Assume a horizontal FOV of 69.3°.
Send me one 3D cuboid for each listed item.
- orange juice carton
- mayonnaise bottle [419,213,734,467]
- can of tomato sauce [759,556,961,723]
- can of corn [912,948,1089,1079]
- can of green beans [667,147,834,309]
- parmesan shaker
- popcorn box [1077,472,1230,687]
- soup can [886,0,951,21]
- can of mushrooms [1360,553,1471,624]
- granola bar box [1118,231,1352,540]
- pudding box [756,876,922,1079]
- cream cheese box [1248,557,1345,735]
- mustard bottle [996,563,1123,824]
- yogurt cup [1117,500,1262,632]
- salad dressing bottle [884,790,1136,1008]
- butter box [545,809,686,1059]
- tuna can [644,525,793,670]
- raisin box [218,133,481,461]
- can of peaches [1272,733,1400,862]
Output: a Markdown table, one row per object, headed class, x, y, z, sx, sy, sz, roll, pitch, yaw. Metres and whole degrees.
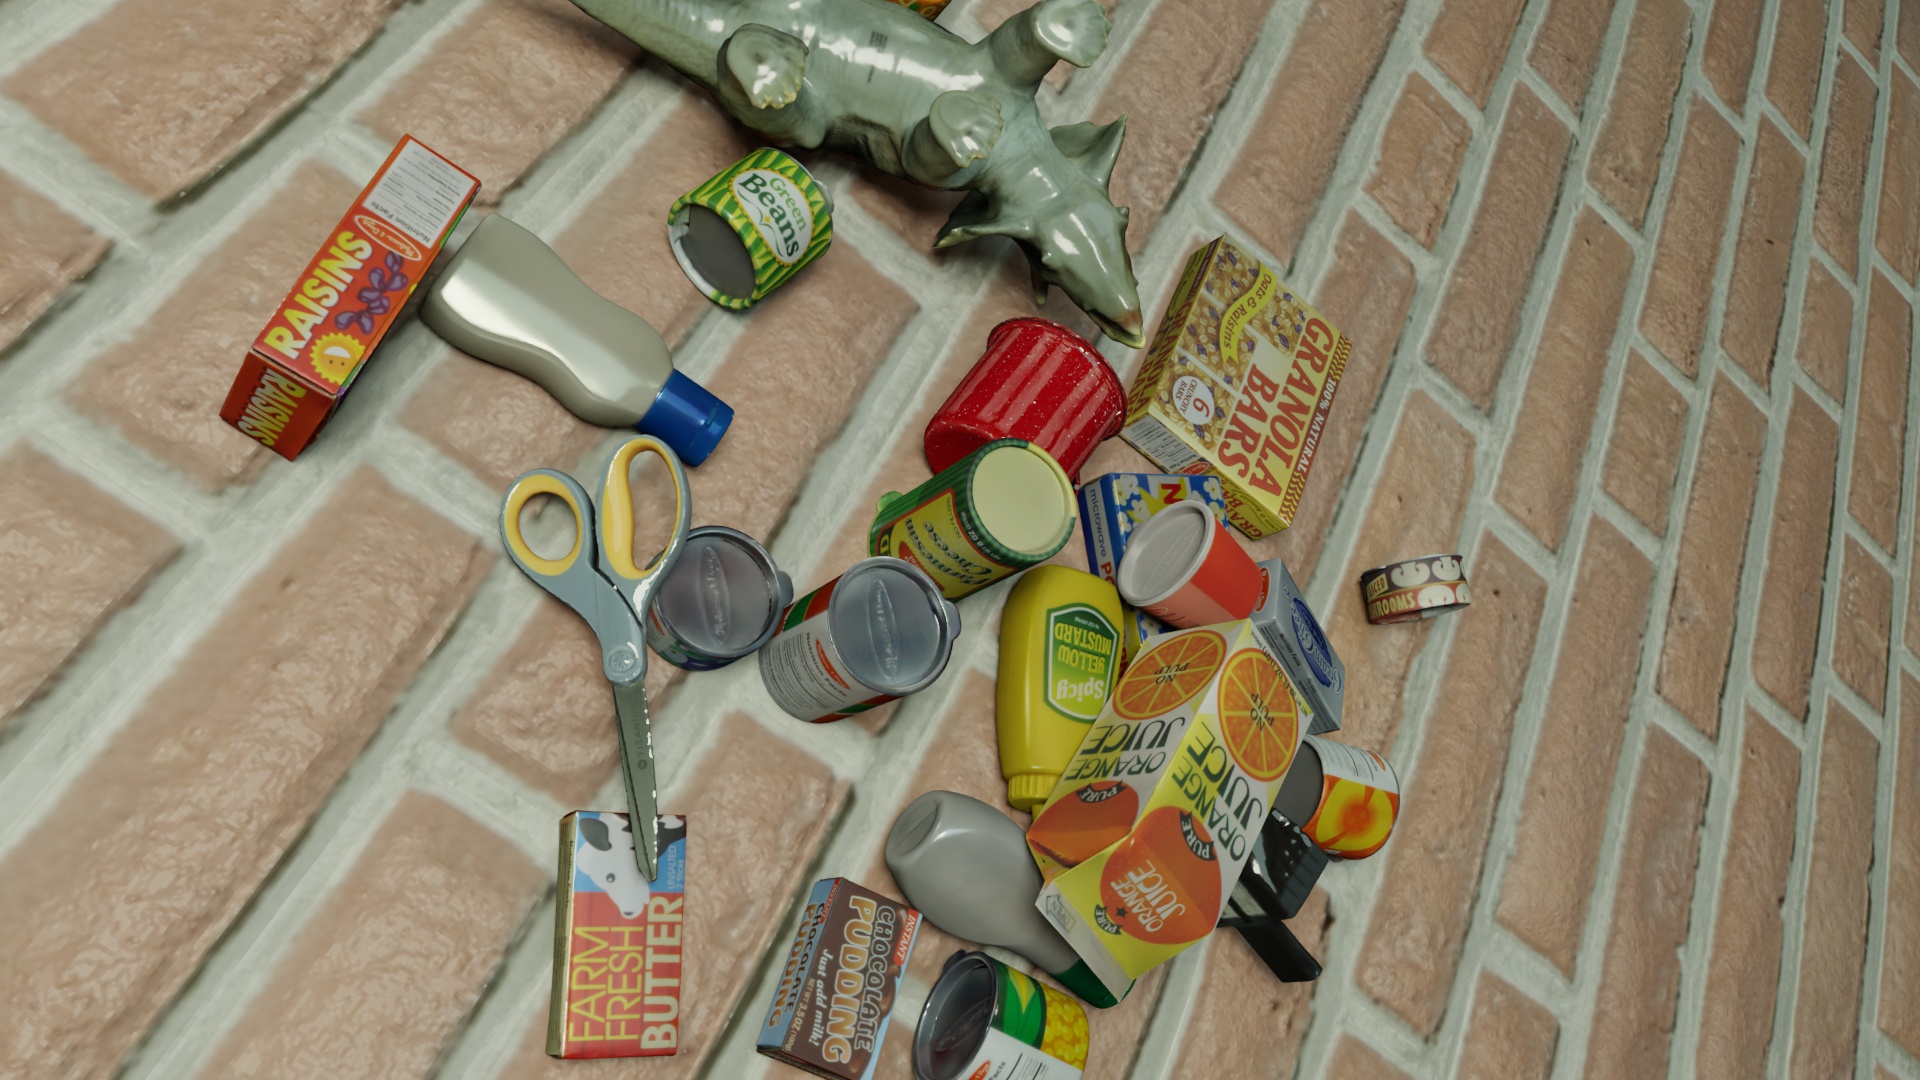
| class | x | y | z | sx | sy | sz | roll | pitch | yaw |
| --- | --- | --- | --- | --- | --- | --- | --- | --- | --- |
| orange juice carton | 0.101 | 0.131 | 0.697 | 0.071 | 0.073 | 0.194 | 54 | 49 | -18 |
| mayonnaise bottle | -0.181 | -0.091 | 0.674 | 0.148 | 0.041 | 0.065 | 35 | 60 | -18 |
| can of tomato sauce | -0.051 | 0.050 | 0.679 | 0.071 | 0.083 | 0.071 | 11 | 68 | -29 |
| can of corn | 0.020 | 0.239 | 0.669 | 0.058 | 0.071 | 0.071 | 32 | 59 | -20 |
| can of green beans | -0.110 | -0.163 | 0.727 | 0.071 | 0.071 | 0.058 | 50 | 55 | -8 |
| parmesan shaker | 0.003 | -0.009 | 0.721 | 0.071 | 0.102 | 0.071 | 11 | 68 | -29 |
| popcorn box | 0.122 | 0.024 | 0.824 | 0.085 | 0.038 | 0.127 | 1 | 73 | -33 |
| soup can | -0.046 | -0.316 | 0.811 | 0.071 | 0.083 | 0.071 | 11 | 69 | -29 |
| can of mushrooms | 0.298 | 0.033 | 0.914 | 0.071 | 0.071 | 0.033 | -1 | 75 | -32 |
| granola bar box | 0.181 | -0.101 | 0.904 | 0.124 | 0.039 | 0.166 | 36 | 58 | -16 |
| pudding box | -0.056 | 0.207 | 0.653 | 0.049 | 0.030 | 0.084 | 31 | 60 | -20 |
| cream cheese box | 0.202 | 0.066 | 0.841 | 0.103 | 0.024 | 0.054 | 54 | 36 | -30 |
| mustard bottle | 0.051 | 0.095 | 0.747 | 0.065 | 0.048 | 0.161 | 18 | 65 | -24 |
| yogurt cup | 0.129 | 0.020 | 0.767 | 0.054 | 0.072 | 0.073 | 38 | 57 | -25 |
| salad dressing bottle | 0.029 | 0.184 | 0.700 | 0.147 | 0.044 | 0.064 | 42 | 99 | -21 |
| butter box | -0.150 | 0.172 | 0.610 | 0.053 | 0.024 | 0.104 | 9 | 69 | -29 |
| tuna can | -0.120 | 0.028 | 0.674 | 0.071 | 0.032 | 0.071 | 11 | 68 | -29 |
| raisin box | -0.262 | -0.103 | 0.598 | 0.040 | 0.086 | 0.124 | 35 | 58 | -23 |
| can of peaches | 0.213 | 0.153 | 0.820 | 0.058 | 0.071 | 0.071 | 19 | 65 | -26 |
